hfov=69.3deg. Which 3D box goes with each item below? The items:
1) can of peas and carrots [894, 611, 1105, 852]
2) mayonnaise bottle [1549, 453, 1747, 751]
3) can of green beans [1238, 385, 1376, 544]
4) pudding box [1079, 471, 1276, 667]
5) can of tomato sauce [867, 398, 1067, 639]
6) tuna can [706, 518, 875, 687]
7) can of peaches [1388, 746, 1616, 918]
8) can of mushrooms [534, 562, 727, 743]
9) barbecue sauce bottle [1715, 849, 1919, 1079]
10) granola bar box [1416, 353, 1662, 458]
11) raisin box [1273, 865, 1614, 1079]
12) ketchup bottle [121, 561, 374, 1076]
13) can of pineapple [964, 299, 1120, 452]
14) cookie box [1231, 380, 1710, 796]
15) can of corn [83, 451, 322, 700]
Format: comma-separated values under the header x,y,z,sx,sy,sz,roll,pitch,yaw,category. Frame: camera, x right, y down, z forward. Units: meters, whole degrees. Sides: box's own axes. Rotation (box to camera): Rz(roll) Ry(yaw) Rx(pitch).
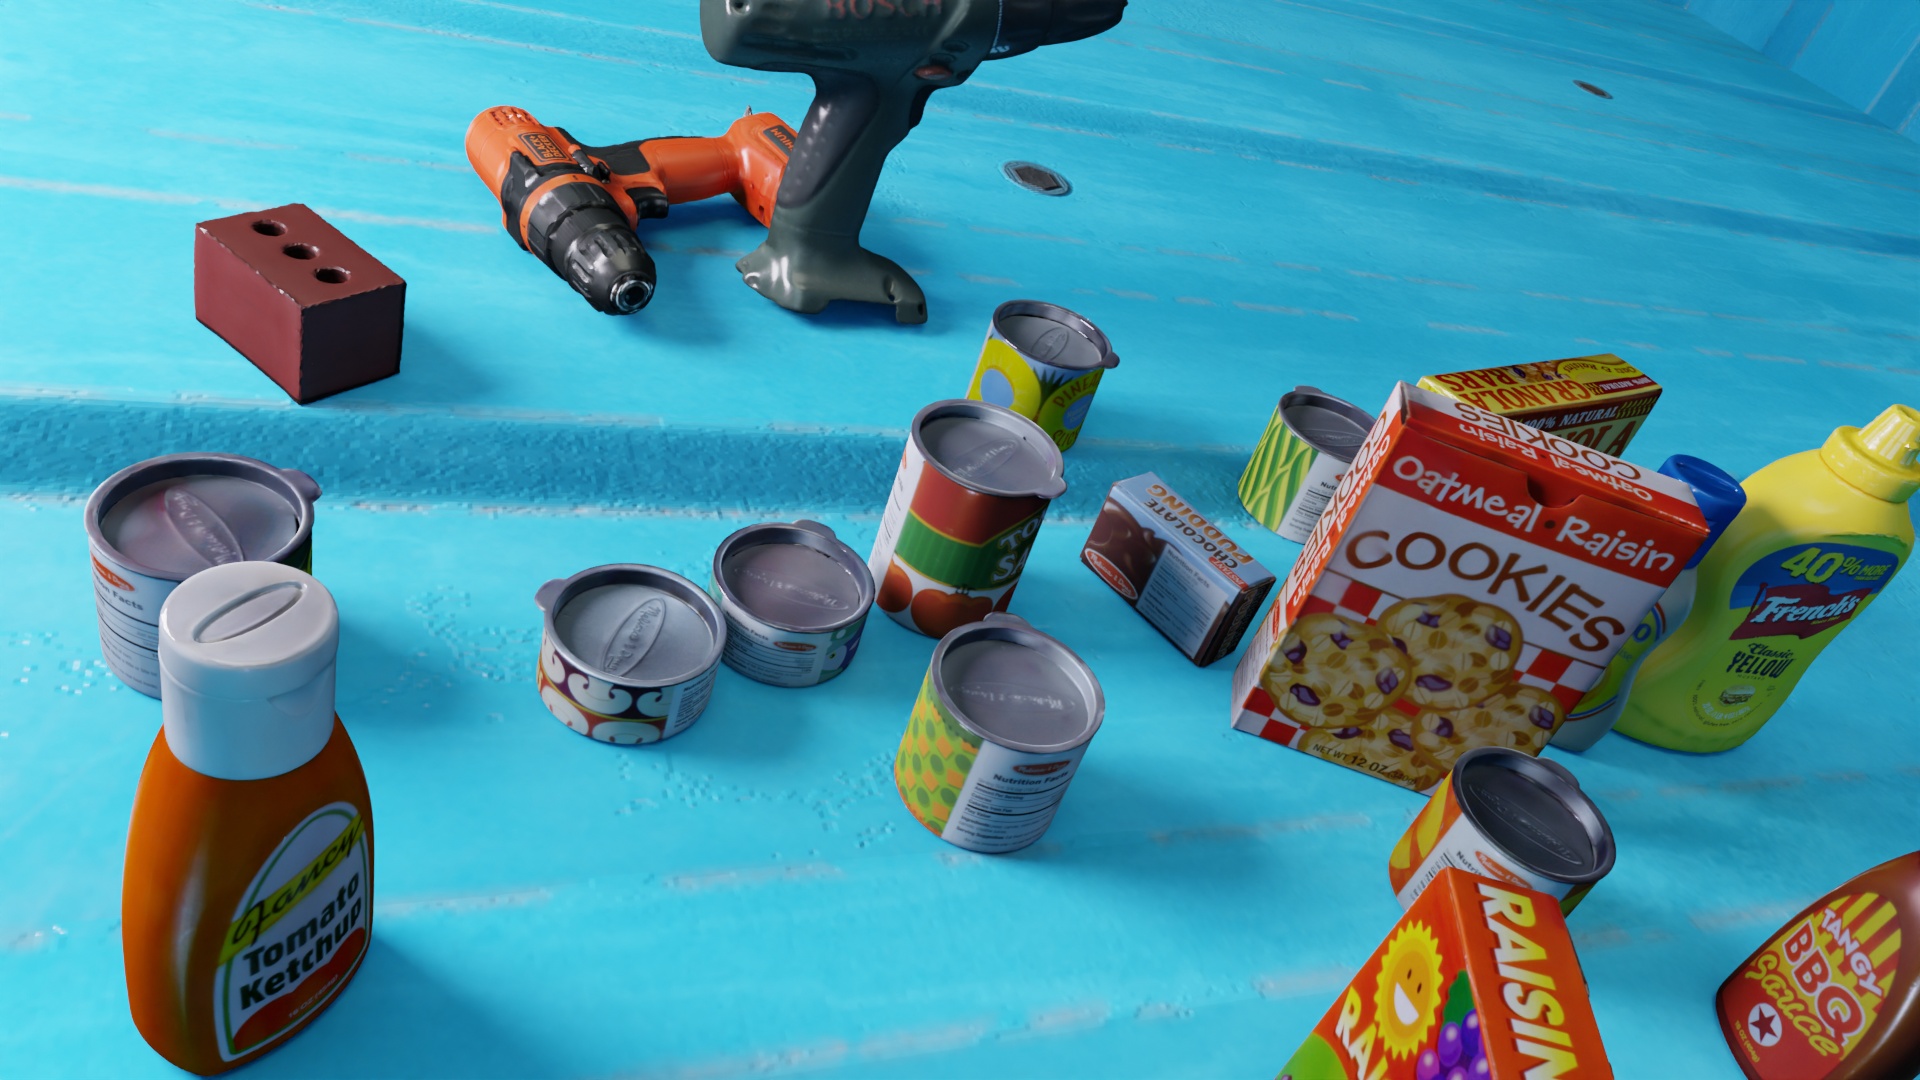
x,y,z,sx,sy,sz,roll,pitch,yaw,category
0.013,0.072,0.521,0.071,0.058,0.071,13,37,-10,can of peas and carrots
0.298,0.029,0.636,0.065,0.147,0.041,25,36,7,mayonnaise bottle
0.191,-0.039,0.749,0.071,0.057,0.071,13,37,-10,can of green beans
0.099,0.012,0.647,0.030,0.049,0.084,-19,51,-41,pudding box
0.002,-0.007,0.598,0.071,0.082,0.071,13,37,-10,can of tomato sauce
-0.070,0.024,0.565,0.071,0.032,0.071,13,37,-10,tuna can
0.213,0.124,0.549,0.071,0.057,0.071,13,37,-10,can of peaches
-0.125,0.041,0.517,0.071,0.033,0.071,13,37,-10,can of mushrooms
0.339,0.148,0.501,0.044,0.147,0.065,11,37,-12,barbecue sauce bottle
0.277,-0.032,0.725,0.166,0.123,0.039,-10,46,-35,granola bar box
0.135,0.167,0.401,0.040,0.122,0.086,17,36,-5,raisin box
-0.181,0.071,0.354,0.043,0.148,0.065,30,37,13,ketchup bottle
0.042,-0.086,0.739,0.071,0.057,0.071,13,37,-10,can of pineapple
0.201,0.030,0.573,0.123,0.166,0.040,20,36,-1,cookie box
-0.254,0.012,0.473,0.071,0.058,0.071,13,37,-10,can of corn
